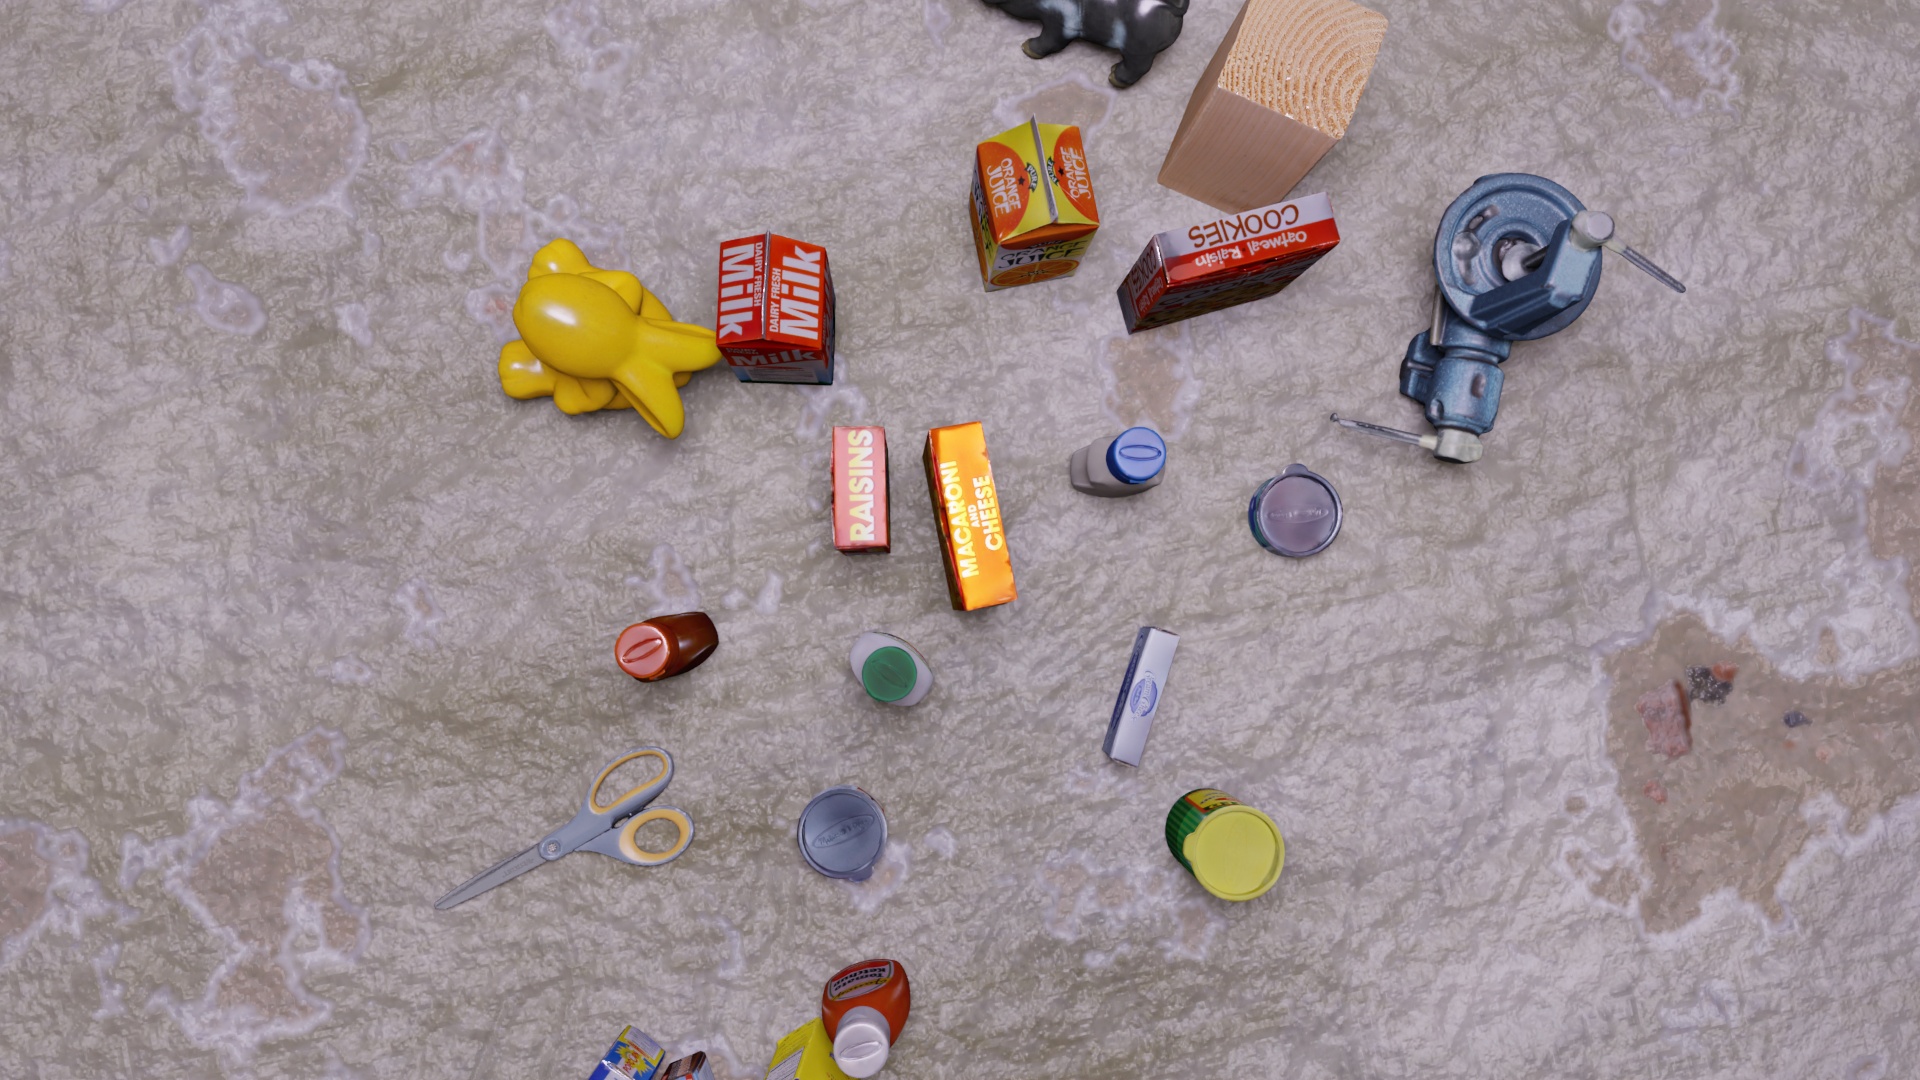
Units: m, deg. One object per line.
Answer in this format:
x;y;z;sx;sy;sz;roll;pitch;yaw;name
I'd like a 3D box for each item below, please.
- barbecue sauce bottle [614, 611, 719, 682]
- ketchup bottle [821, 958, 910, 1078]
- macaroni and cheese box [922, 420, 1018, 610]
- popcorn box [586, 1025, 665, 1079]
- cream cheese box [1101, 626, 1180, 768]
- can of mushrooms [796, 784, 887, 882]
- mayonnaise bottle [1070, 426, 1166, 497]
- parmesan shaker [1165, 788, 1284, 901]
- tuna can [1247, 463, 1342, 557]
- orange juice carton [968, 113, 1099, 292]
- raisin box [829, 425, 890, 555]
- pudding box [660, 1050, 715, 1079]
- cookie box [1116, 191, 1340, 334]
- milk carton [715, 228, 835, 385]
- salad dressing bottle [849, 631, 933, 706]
-0.211;0.076;0.980;0.065;0.148;0.043;-26;89;-3;barbecue sauce bottle
-0.067;0.334;0.971;0.065;0.148;0.043;-16;88;-3;ketchup bottle
0.004;-0.012;0.985;0.040;0.166;0.123;-11;88;-3;macaroni and cheese box
-0.268;0.418;0.989;0.038;0.085;0.127;36;86;0;popcorn box
0.134;0.116;1.041;0.024;0.053;0.104;19;86;-1;cream cheese box
-0.087;0.218;1.035;0.071;0.033;0.071;0;87;-3;can of mushrooms
0.118;-0.056;1.002;0.065;0.148;0.041;2;87;-2;mayonnaise bottle
0.187;0.218;1.012;0.071;0.103;0.071;0;87;-2;parmesan shaker
0.255;-0.022;1.064;0.071;0.033;0.071;0;87;-3;tuna can
0.051;-0.237;0.987;0.073;0.192;0.072;-11;88;-3;orange juice carton
-0.071;-0.034;1.005;0.040;0.123;0.086;-1;87;-2;raisin box
-0.189;0.422;1.010;0.030;0.049;0.083;-21;88;-3;pudding box
0.188;-0.196;1.004;0.123;0.167;0.040;-15;88;-3;cookie box
-0.128;-0.160;0.976;0.073;0.190;0.072;2;87;-2;milk carton
-0.049;0.092;0.986;0.064;0.147;0.044;36;86;0;salad dressing bottle
